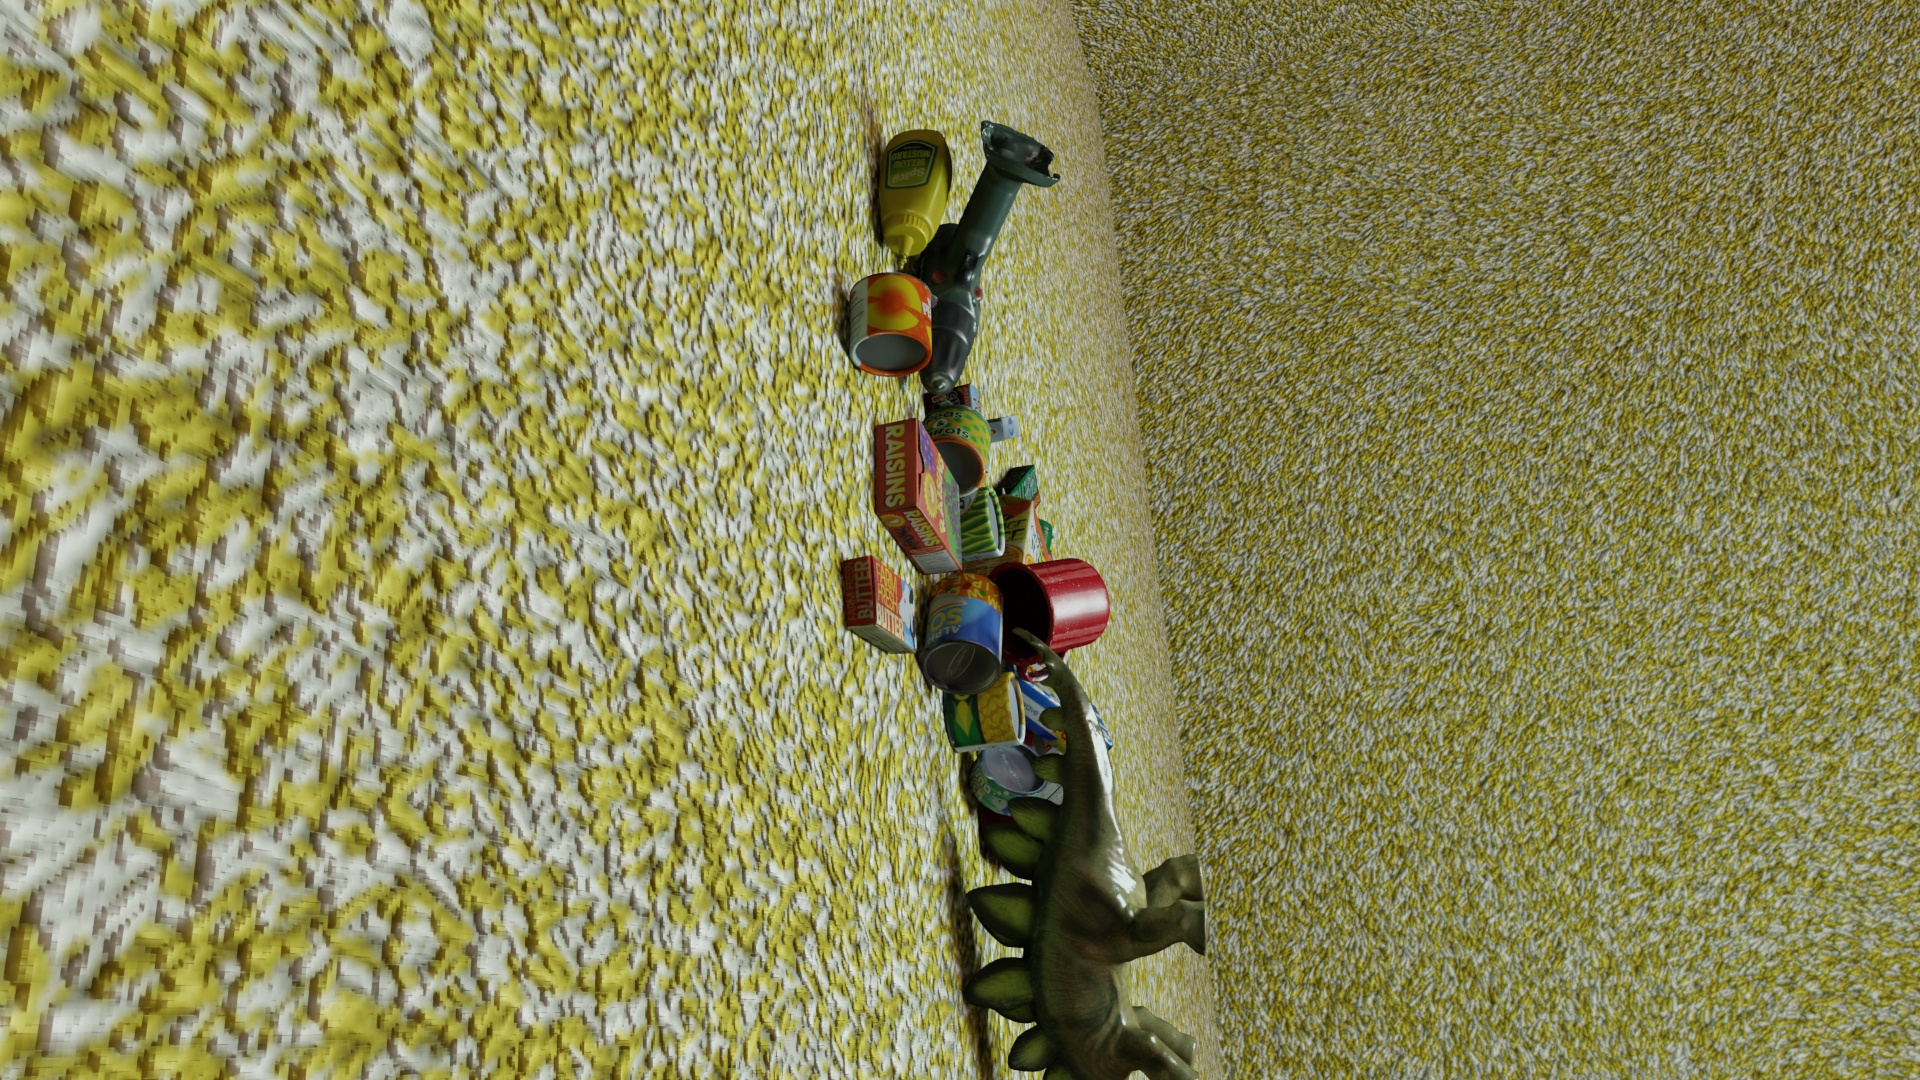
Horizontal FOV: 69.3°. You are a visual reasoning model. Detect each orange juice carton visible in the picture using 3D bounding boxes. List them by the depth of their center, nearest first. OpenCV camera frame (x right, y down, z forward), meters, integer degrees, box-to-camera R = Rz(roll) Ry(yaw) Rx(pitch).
[{"bbox_3d":[0.042,0.023,1.371,0.194,0.073,0.071,-78,153,-59],"label":"orange juice carton"}]

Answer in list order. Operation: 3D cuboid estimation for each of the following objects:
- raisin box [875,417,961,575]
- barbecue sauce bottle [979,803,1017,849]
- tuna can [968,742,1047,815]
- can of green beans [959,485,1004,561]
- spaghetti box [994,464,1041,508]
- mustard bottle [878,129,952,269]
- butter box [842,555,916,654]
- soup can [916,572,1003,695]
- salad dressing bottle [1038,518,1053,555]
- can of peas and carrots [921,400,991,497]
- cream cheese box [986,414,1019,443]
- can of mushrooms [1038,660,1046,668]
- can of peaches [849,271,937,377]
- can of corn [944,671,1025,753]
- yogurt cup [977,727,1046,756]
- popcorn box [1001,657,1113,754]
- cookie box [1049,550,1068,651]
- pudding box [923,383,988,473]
[{"bbox_3d":[-0.034,-0.035,1.164,0.123,0.040,0.086,57,28,-58],"label":"raisin box"},{"bbox_3d":[0.057,0.282,1.319,0.148,0.043,0.065,58,21,-60],"label":"barbecue sauce bottle"},{"bbox_3d":[0.041,0.212,1.248,0.071,0.071,0.032,-81,-164,-54],"label":"tuna can"},{"bbox_3d":[0.005,-0.014,1.272,0.071,0.058,0.071,-11,91,-77],"label":"can of green beans"},{"bbox_3d":[0.058,-0.041,1.581,0.251,0.028,0.050,-50,130,-73],"label":"spaghetti box"},{"bbox_3d":[-0.044,-0.307,1.263,0.048,0.065,0.161,71,19,-52],"label":"mustard bottle"},{"bbox_3d":[-0.059,0.049,1.032,0.103,0.024,0.053,46,37,-68],"label":"butter box"},{"bbox_3d":[0.001,0.078,1.180,0.084,0.071,0.071,-86,161,-48],"label":"soup can"},{"bbox_3d":[0.069,0.047,1.464,0.064,0.044,0.148,120,-15,-58],"label":"salad dressing bottle"},{"bbox_3d":[-0.008,-0.082,1.248,0.059,0.071,0.070,-80,157,-53],"label":"can of peas and carrots"},{"bbox_3d":[0.028,-0.114,1.448,0.104,0.053,0.024,-31,114,-76],"label":"cream cheese box"},{"bbox_3d":[0.063,0.131,1.388,0.071,0.071,0.033,-76,152,-60],"label":"can of mushrooms"},{"bbox_3d":[-0.053,-0.171,1.106,0.071,0.071,0.058,58,27,-59],"label":"can of peaches"},{"bbox_3d":[0.021,0.149,1.227,0.071,0.058,0.071,-11,92,-77],"label":"can of corn"},{"bbox_3d":[0.050,0.204,1.321,0.072,0.054,0.072,-11,91,-76],"label":"yogurt cup"},{"bbox_3d":[0.079,0.154,1.315,0.126,0.038,0.085,37,10,-16],"label":"popcorn box"},{"bbox_3d":[0.086,0.080,1.590,0.168,0.040,0.123,-16,97,-77],"label":"cookie box"},{"bbox_3d":[-0.004,-0.102,1.315,0.030,0.049,0.084,28,54,-72],"label":"pudding box"}]
